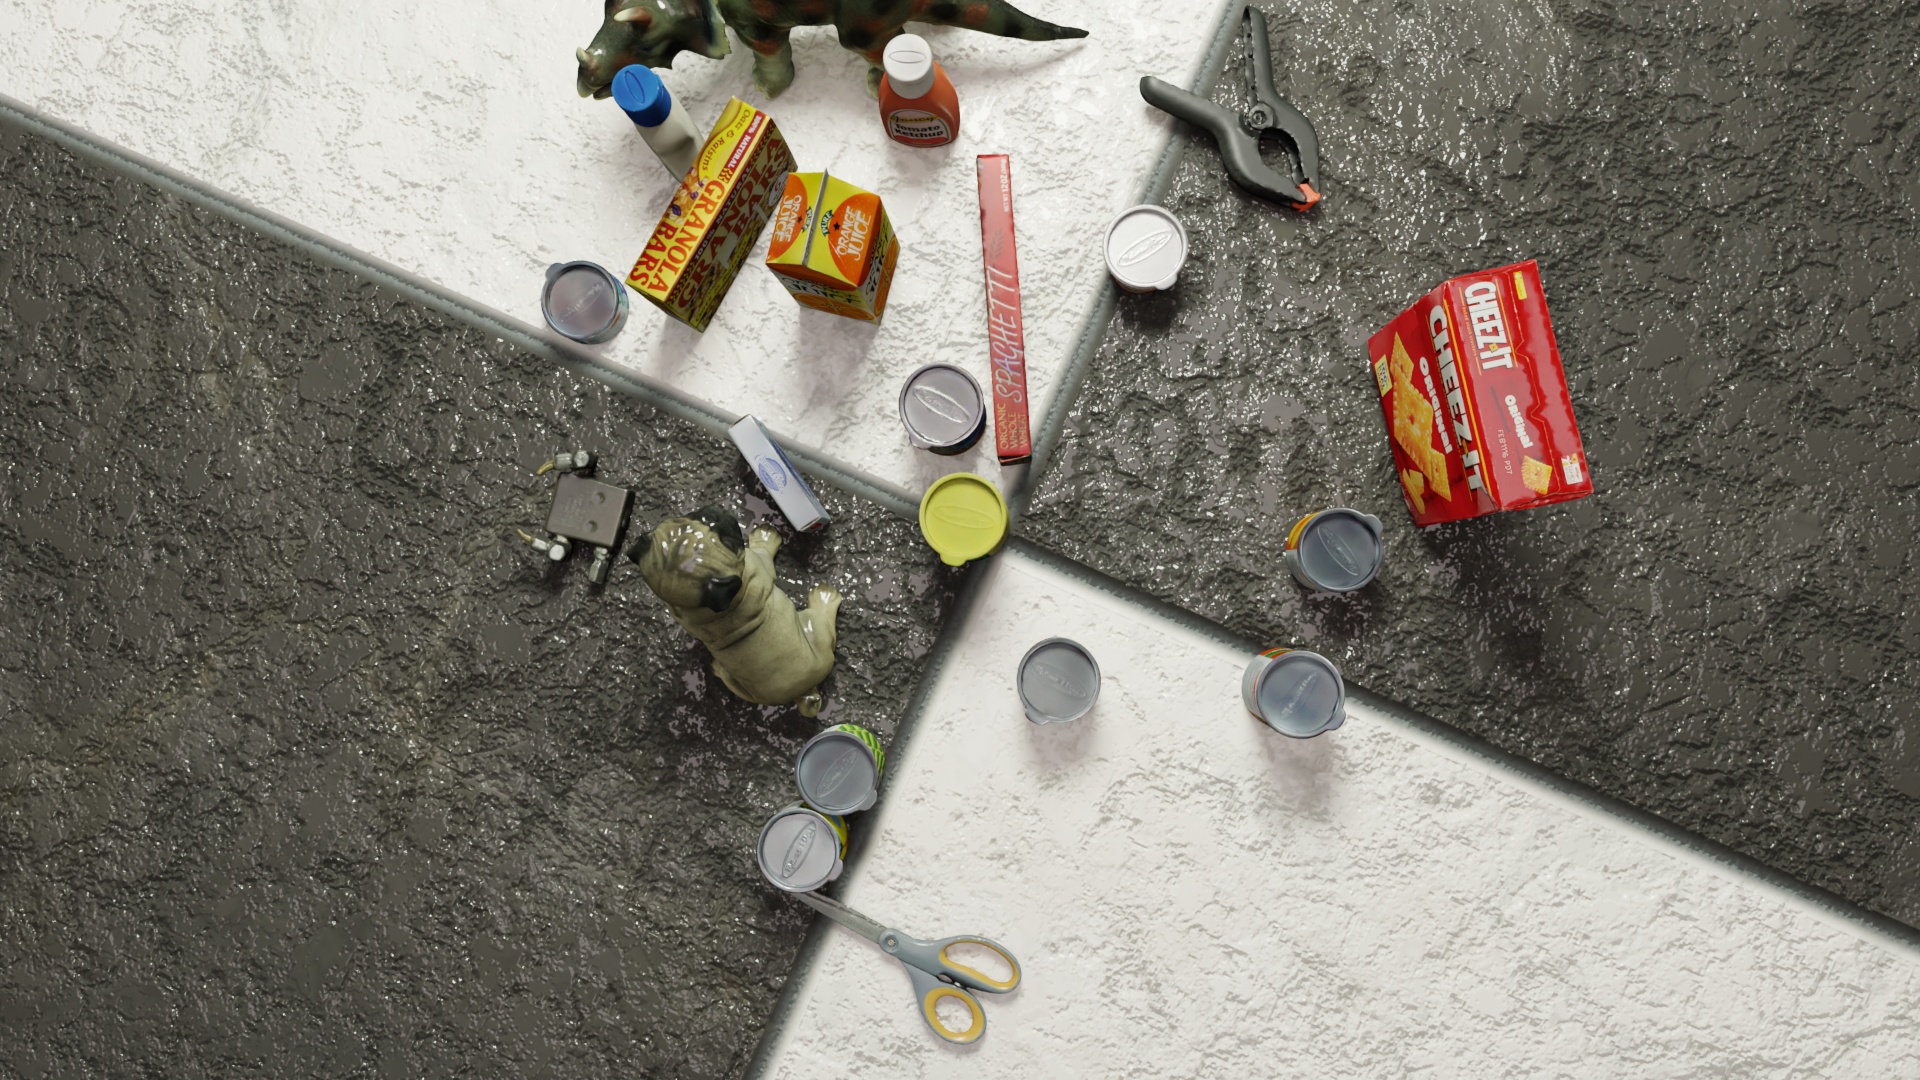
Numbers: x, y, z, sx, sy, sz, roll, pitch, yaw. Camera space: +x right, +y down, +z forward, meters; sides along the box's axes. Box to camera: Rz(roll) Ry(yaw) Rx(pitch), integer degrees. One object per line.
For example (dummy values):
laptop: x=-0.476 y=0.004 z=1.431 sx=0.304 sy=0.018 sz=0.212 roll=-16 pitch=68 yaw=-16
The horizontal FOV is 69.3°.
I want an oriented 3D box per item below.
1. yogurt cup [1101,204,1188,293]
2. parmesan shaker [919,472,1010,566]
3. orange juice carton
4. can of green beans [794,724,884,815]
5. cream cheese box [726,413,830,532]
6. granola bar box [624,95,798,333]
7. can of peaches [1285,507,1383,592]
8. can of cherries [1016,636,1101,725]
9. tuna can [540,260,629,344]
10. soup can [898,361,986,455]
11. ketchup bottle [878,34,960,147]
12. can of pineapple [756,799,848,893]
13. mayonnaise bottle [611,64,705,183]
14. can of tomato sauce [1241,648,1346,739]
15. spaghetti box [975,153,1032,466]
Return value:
yogurt cup: x=0.148 y=-0.232 z=1.124 sx=0.072 sy=0.054 sz=0.072 roll=0 pitch=87 yaw=3
parmesan shaker: x=0.004 y=-0.014 z=1.095 sx=0.071 sy=0.103 sz=0.071 roll=0 pitch=87 yaw=3
orange juice carton: x=-0.097 y=-0.225 z=1.067 sx=0.073 sy=0.192 sz=0.072 roll=15 pitch=89 yaw=4
can of green beans: x=-0.096 y=0.183 z=1.113 sx=0.071 sy=0.058 sz=0.071 roll=0 pitch=87 yaw=3
cream cheese box: x=-0.147 y=-0.053 z=1.130 sx=0.024 sy=0.053 sz=0.104 roll=-36 pitch=86 yaw=1
granola bar box: x=-0.194 y=-0.255 z=1.108 sx=0.039 sy=0.124 sz=0.165 roll=30 pitch=89 yaw=4
can of peaches: x=0.297 y=0.007 z=1.101 sx=0.071 sy=0.058 sz=0.071 roll=0 pitch=87 yaw=3
can of cherries: x=0.076 y=0.112 z=1.107 sx=0.071 sy=0.058 sz=0.071 roll=0 pitch=87 yaw=3
tuna can: x=-0.314 y=-0.199 z=1.157 sx=0.071 sy=0.033 sz=0.071 roll=0 pitch=87 yaw=3
soup can: x=-0.014 y=-0.101 z=1.110 sx=0.071 sy=0.084 sz=0.071 roll=0 pitch=87 yaw=3
ketchup bottle: x=-0.035 y=-0.353 z=1.092 sx=0.065 sy=0.149 sz=0.043 roll=3 pitch=88 yaw=3
can of pineapple: x=-0.124 y=0.245 z=1.111 sx=0.071 sy=0.058 sz=0.071 roll=0 pitch=87 yaw=3
mayonnaise bottle: x=-0.238 y=-0.333 z=1.102 sx=0.041 sy=0.148 sz=0.065 roll=-28 pitch=86 yaw=2
can of tomato sauce: x=0.260 y=0.118 z=1.085 sx=0.071 sy=0.083 sz=0.071 roll=0 pitch=87 yaw=3
spaghetti box: x=0.035 y=-0.185 z=1.129 sx=0.029 sy=0.050 sz=0.250 roll=-4 pitch=87 yaw=3
